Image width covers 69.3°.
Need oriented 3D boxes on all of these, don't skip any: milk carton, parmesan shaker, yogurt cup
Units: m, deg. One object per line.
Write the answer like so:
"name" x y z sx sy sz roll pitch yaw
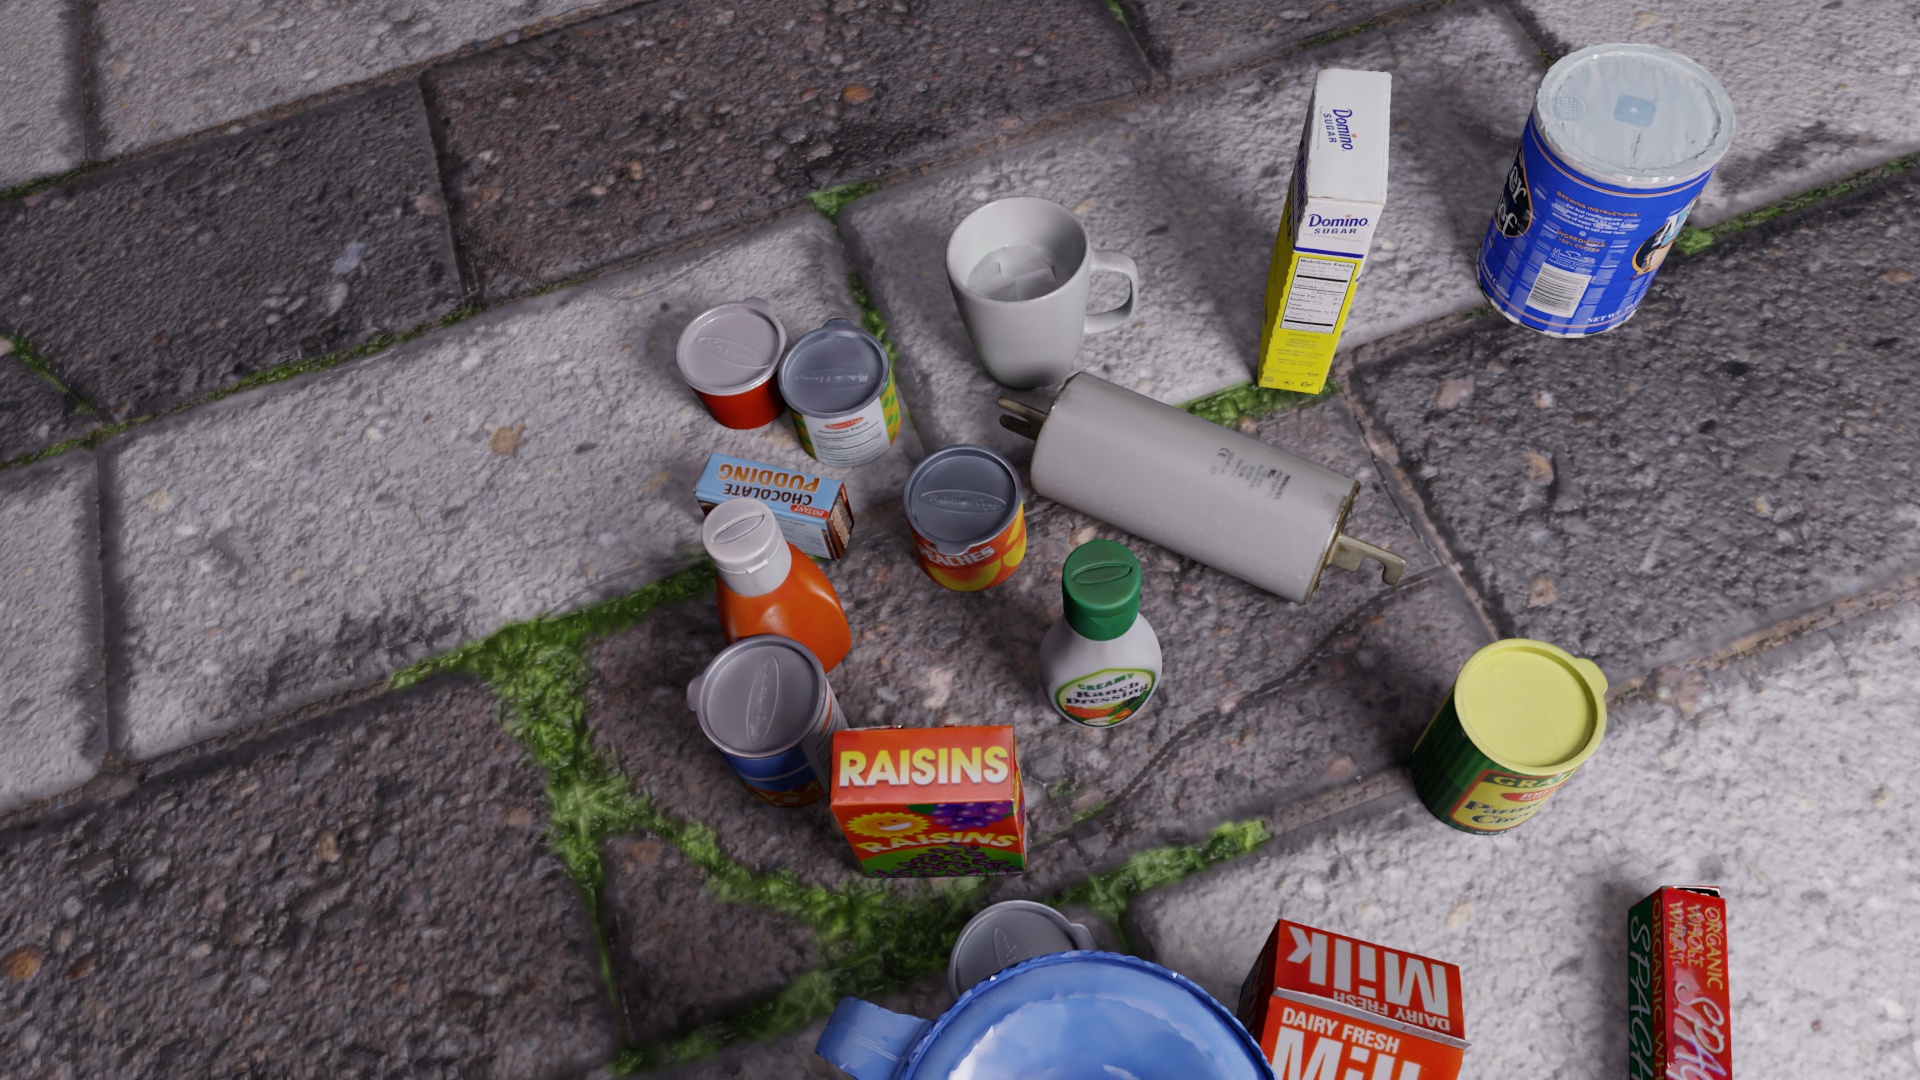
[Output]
"milk carton" 0.154 0.211 0.574 0.072 0.189 0.074 12 64 12
"parmesan shaker" 0.266 0.097 0.675 0.071 0.102 0.071 -2 62 4
"yogurt cup" -0.135 -0.104 0.852 0.072 0.053 0.073 -2 61 4

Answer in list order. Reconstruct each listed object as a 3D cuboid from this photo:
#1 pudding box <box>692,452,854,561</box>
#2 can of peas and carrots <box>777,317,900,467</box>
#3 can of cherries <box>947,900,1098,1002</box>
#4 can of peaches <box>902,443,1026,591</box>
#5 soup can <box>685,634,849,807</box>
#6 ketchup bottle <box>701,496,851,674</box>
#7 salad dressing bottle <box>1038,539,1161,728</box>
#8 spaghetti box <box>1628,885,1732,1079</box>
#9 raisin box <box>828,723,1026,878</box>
"pudding box" -0.107 -0.019 0.805 0.084 0.049 0.030 12 64 12
"can of peas and carrots" -0.072 -0.088 0.834 0.071 0.058 0.071 -2 61 4
"can of cherries" 0.032 0.211 0.662 0.071 0.058 0.072 -2 61 4
"can of peaches" 0.003 -0.010 0.785 0.071 0.057 0.071 -2 61 4
"soup can" -0.098 0.095 0.723 0.071 0.083 0.071 -2 62 4
"ketchup bottle" -0.098 0.029 0.721 0.065 0.148 0.044 -28 63 -9
"salad dressing bottle" 0.070 0.049 0.695 0.064 0.147 0.044 -10 61 1
"spaghetti box" 0.313 0.276 0.603 0.029 0.050 0.251 8 63 10
"raisin box" -0.012 0.128 0.674 0.086 0.123 0.040 -2 62 5
